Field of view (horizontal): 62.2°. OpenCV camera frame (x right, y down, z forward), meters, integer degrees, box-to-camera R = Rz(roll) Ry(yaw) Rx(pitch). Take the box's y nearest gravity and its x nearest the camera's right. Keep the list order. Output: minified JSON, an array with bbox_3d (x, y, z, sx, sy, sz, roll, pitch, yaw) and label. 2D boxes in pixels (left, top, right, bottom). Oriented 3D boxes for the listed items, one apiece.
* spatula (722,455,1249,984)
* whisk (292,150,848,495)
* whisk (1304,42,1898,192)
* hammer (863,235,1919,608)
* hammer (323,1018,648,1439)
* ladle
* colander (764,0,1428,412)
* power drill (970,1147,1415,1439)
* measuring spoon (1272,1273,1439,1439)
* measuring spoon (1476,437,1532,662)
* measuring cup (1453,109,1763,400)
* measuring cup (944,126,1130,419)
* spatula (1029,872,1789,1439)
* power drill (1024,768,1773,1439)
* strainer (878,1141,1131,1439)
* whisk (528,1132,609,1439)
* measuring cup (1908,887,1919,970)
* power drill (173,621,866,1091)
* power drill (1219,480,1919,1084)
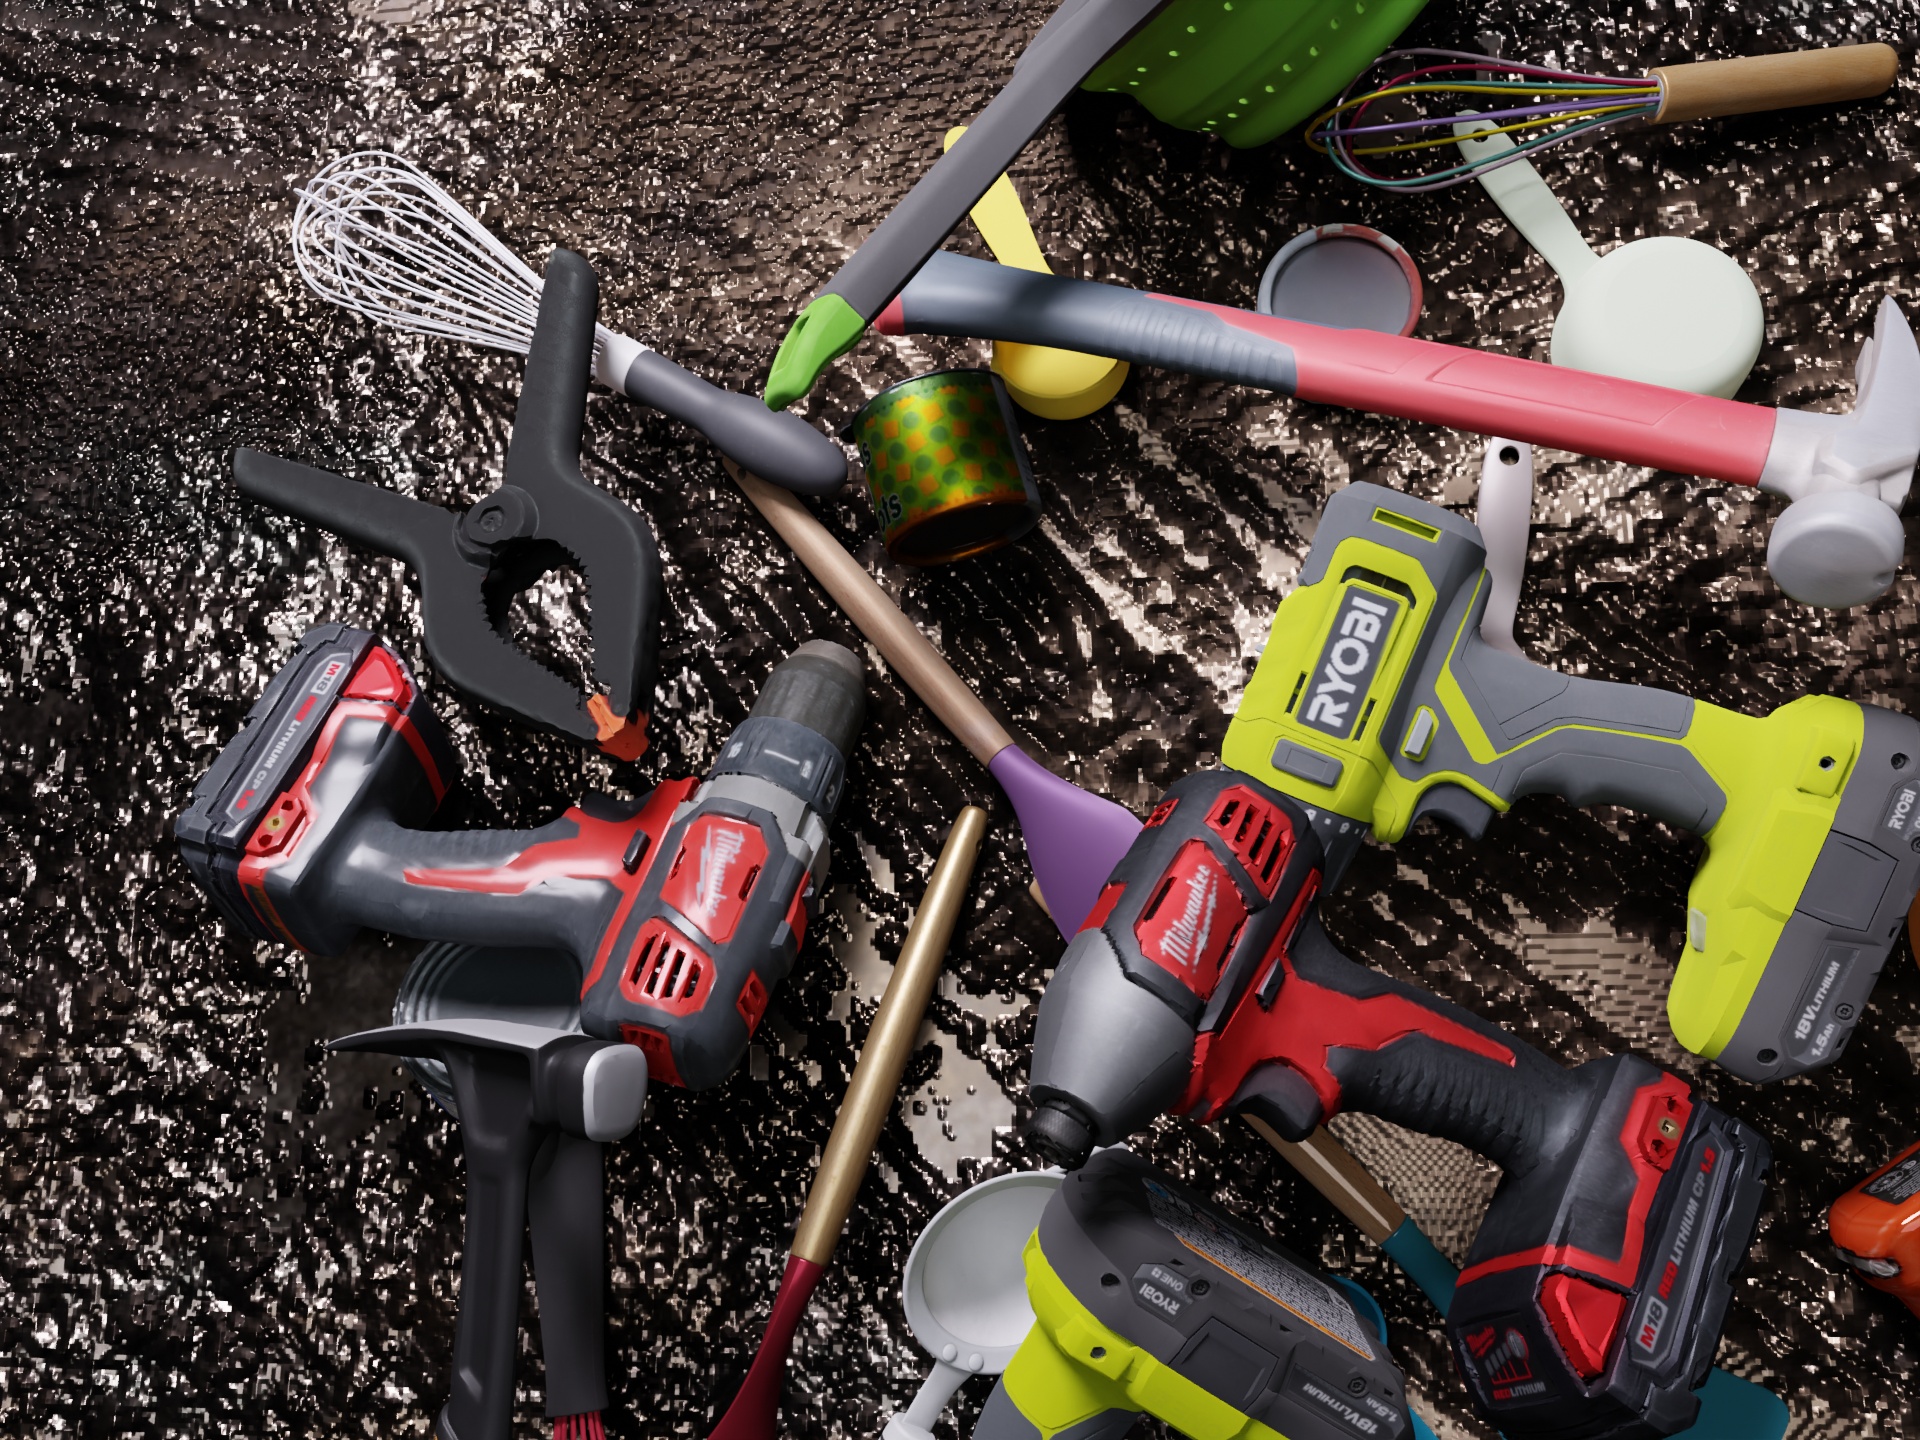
[{"bbox_3d":[-0.001,-0.002,0.633,0.316,0.018,0.059,49,116,20],"label":"spatula"},{"bbox_3d":[-0.169,-0.167,0.679,0.285,0.070,0.070,29,84,11],"label":"whisk"},{"bbox_3d":[0.258,-0.248,0.636,0.245,0.047,0.051,-8,56,-4],"label":"whisk"},{"bbox_3d":[0.145,-0.143,0.599,0.386,0.038,0.143,16,50,19],"label":"hammer"},{"bbox_3d":[-0.172,0.272,0.538,0.127,0.034,0.337,0,85,30],"label":"hammer"},{"bbox_3d":[-0.047,0.175,0.591,0.031,0.069,0.315,12,69,24],"label":"ladle"},{"bbox_3d":[0.077,-0.236,0.606,0.094,0.204,0.397,43,72,-17],"label":"colander"},{"bbox_3d":[0.044,0.277,0.538,0.171,0.080,0.223,33,96,-5],"label":"power drill"},{"bbox_3d":[0.158,0.257,0.578,0.042,0.021,0.128,-36,85,0],"label":"measuring spoon"},{"bbox_3d":[0.214,-0.060,0.629,0.034,0.018,0.124,6,82,9],"label":"measuring spoon"},{"bbox_3d":[0.254,-0.191,0.641,0.083,0.038,0.168,-33,77,0],"label":"measuring cup"},{"bbox_3d":[0.026,-0.194,0.685,0.062,0.029,0.157,-23,65,2],"label":"measuring cup"},{"bbox_3d":[0.143,0.164,0.582,0.082,0.044,0.318,-40,73,-23],"label":"spatula"},{"bbox_3d":[0.129,0.127,0.507,0.220,0.078,0.143,35,59,5],"label":"power drill"},{"bbox_3d":[-0.017,0.256,0.587,0.086,0.050,0.258,31,89,-23],"label":"strainer"},{"bbox_3d":[-0.141,0.278,0.592,0.073,0.073,0.296,-10,72,6],"label":"whisk"},{"bbox_3d":[0.412,0.036,0.566,0.095,0.052,0.173,27,85,12],"label":"measuring cup"},{"bbox_3d":[-0.156,0.029,0.619,0.227,0.080,0.188,13,55,12],"label":"power drill"},{"bbox_3d":[0.205,0.039,0.578,0.228,0.080,0.190,22,96,13],"label":"power drill"}]
